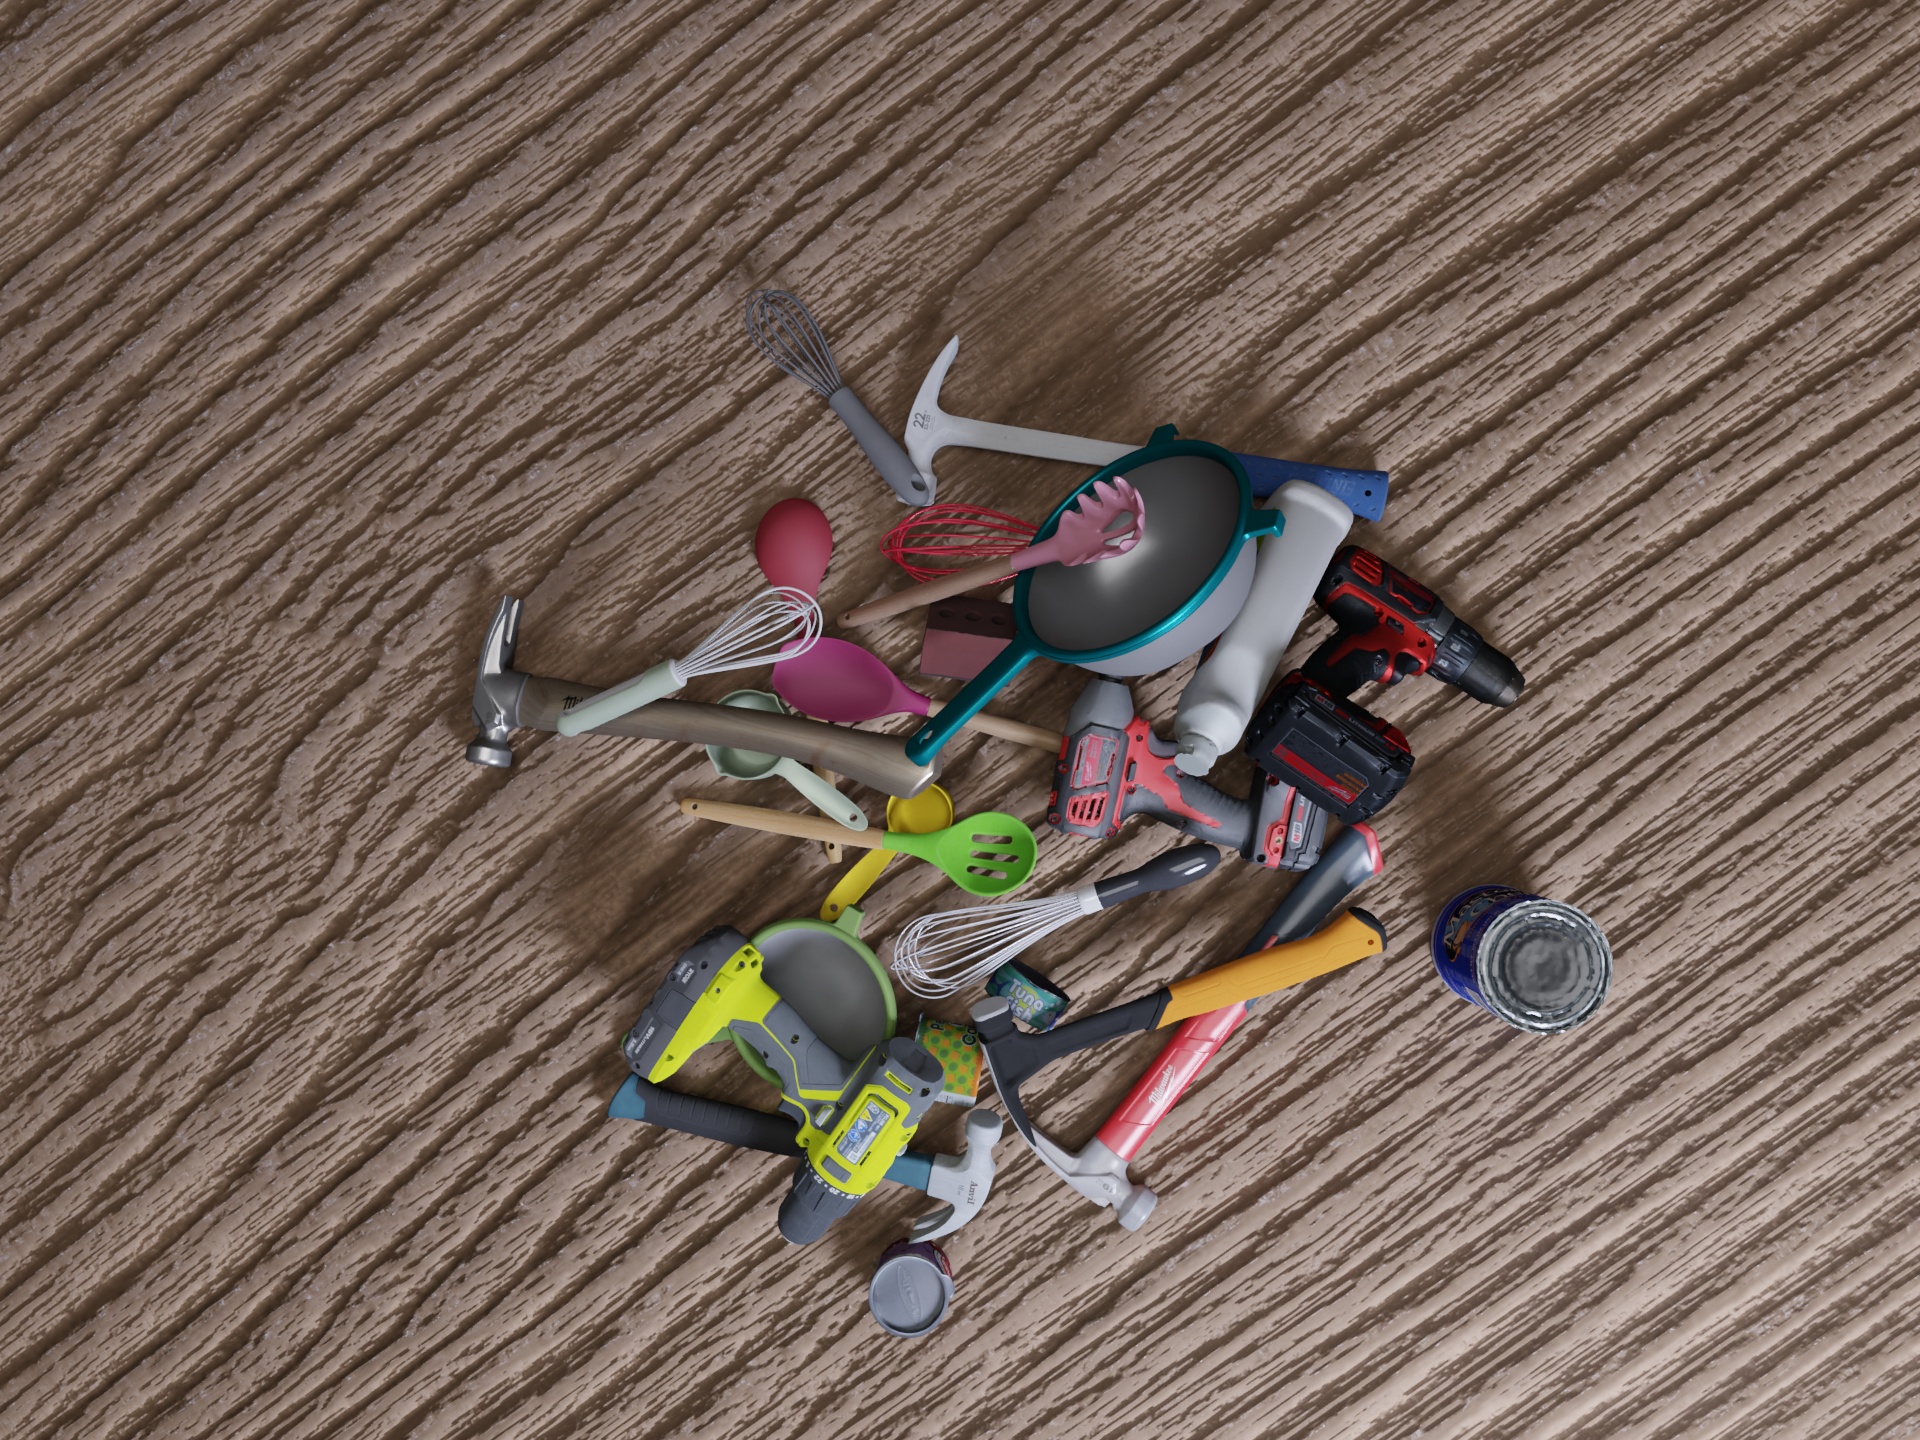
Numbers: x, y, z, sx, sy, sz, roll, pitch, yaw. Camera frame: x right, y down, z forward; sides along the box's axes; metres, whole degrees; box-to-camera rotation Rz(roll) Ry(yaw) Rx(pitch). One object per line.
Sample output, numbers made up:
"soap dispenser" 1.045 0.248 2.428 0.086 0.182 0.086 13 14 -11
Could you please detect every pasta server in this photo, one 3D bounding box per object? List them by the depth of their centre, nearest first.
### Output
"pasta server" 0.018 -0.120 1.266 0.316 0.040 0.060 -16 70 35

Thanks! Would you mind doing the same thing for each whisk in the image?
"whisk" -0.222 -0.043 1.284 0.246 0.058 0.059 -24 110 13
"whisk" 0.075 0.155 1.284 0.284 0.070 0.070 -21 88 10
"whisk" 0.080 -0.145 1.334 0.296 0.073 0.073 1 89 -2
"whisk" -0.103 -0.271 1.335 0.055 0.055 0.239 -38 79 1

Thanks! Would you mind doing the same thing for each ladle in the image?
"ladle" -0.128 -0.035 1.356 0.069 0.031 0.315 -8 90 11

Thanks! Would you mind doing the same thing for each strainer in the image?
"strainer" 0.105 -0.066 1.245 0.340 0.211 0.095 -43 127 7
"strainer" -0.163 0.244 1.340 0.256 0.069 0.151 -15 92 20

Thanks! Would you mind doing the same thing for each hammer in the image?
"hammer" 0.184 0.232 1.282 0.337 0.034 0.127 -20 108 -1
"hammer" -0.213 -0.007 1.319 0.411 0.038 0.146 9 87 13
"hammer" 0.207 0.230 1.327 0.143 0.038 0.386 38 91 5
"hammer" -0.135 0.350 1.329 0.331 0.033 0.128 12 111 8
"hammer" 0.155 -0.226 1.341 0.405 0.035 0.144 9 89 3

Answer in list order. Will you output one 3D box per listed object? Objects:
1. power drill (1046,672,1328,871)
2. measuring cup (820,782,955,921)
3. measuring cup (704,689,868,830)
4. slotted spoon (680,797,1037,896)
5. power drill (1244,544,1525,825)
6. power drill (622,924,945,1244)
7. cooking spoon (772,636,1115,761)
"power drill" 0.189 0.041 1.304 0.219 0.078 0.143 11 89 -1
"measuring cup" -0.064 0.113 1.354 0.062 0.029 0.156 44 103 6
"measuring cup" -0.140 0.039 1.337 0.168 0.038 0.083 37 95 11
"slotted spoon" -0.087 0.093 1.328 0.314 0.031 0.070 8 78 14
"power drill" 0.342 -0.023 1.264 0.188 0.080 0.227 35 52 3
"power drill" -0.149 0.291 1.266 0.228 0.080 0.190 36 106 7
"cooking spoon" -0.002 -0.004 1.339 0.319 0.017 0.069 16 90 -2
